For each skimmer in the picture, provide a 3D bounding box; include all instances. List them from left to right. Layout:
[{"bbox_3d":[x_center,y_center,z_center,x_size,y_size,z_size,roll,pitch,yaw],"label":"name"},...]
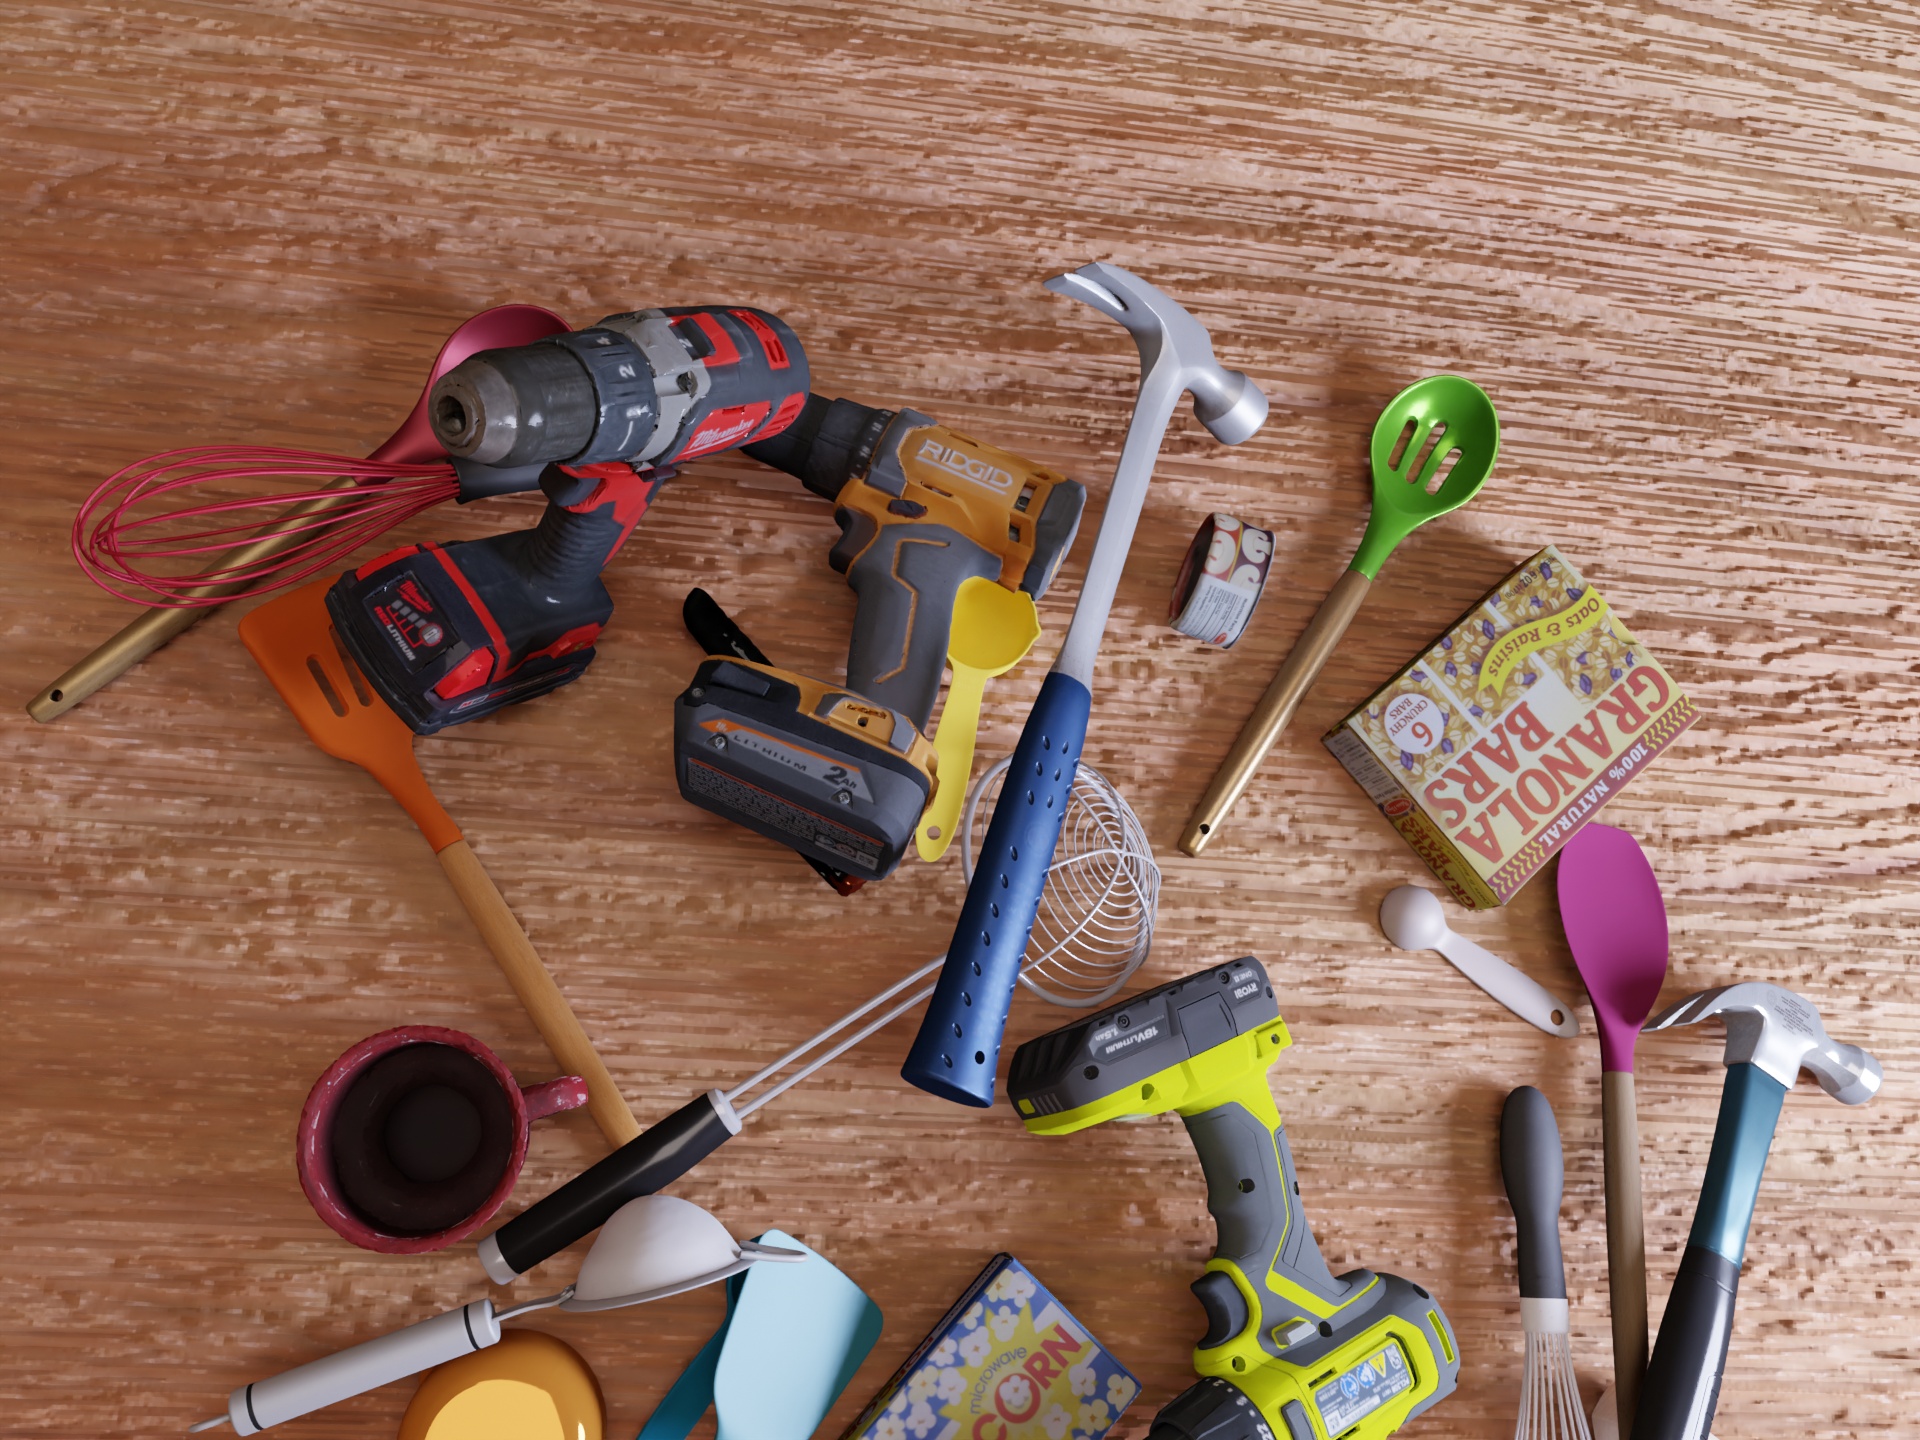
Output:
[{"bbox_3d":[-0.060,0.144,0.754,0.363,0.090,0.127,-32,97,-8],"label":"skimmer"}]

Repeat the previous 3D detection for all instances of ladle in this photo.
[{"bbox_3d":[-0.319,-0.100,0.784,0.315,0.031,0.069,-40,95,-14],"label":"ladle"}]

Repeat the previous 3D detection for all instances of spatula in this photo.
[{"bbox_3d":[-0.226,0.078,0.748,0.081,0.041,0.322,-29,84,-37],"label":"spatula"},{"bbox_3d":[-0.155,0.373,0.692,0.317,0.044,0.082,-48,114,-9],"label":"spatula"}]

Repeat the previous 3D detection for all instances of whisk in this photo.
[{"bbox_3d":[-0.262,-0.112,0.763,0.295,0.073,0.073,-17,79,-27],"label":"whisk"},{"bbox_3d":[0.286,0.321,0.767,0.070,0.070,0.285,5,71,-8],"label":"whisk"}]

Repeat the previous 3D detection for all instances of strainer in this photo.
[{"bbox_3d":[-0.195,0.250,0.671,0.258,0.087,0.050,-18,84,-10],"label":"strainer"}]

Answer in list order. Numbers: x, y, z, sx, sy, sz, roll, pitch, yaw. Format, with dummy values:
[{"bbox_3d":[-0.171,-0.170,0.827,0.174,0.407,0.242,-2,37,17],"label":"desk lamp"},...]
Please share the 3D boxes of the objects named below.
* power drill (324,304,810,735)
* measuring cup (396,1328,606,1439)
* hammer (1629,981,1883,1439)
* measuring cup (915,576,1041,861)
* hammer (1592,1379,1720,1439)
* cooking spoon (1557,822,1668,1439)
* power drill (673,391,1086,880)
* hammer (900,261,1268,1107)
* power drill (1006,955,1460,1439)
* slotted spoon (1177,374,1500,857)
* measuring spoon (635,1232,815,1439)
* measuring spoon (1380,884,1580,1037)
[{"bbox_3d":[-0.183,-0.089,0.679,0.080,0.226,0.188,54,34,5],"label":"power drill"},{"bbox_3d":[-0.223,0.345,0.677,0.095,0.052,0.174,37,72,1],"label":"measuring cup"},{"bbox_3d":[0.359,0.272,0.762,0.128,0.033,0.331,35,62,-9],"label":"hammer"},{"bbox_3d":[-0.001,-0.003,0.813,0.062,0.029,0.156,14,77,-6],"label":"measuring cup"},{"bbox_3d":[0.491,0.450,0.779,0.410,0.038,0.146,37,72,1],"label":"hammer"},{"bbox_3d":[0.333,0.205,0.806,0.068,0.017,0.319,12,67,-15],"label":"cooking spoon"},{"bbox_3d":[-0.060,-0.059,0.759,0.185,0.084,0.226,24,63,3],"label":"power drill"},{"bbox_3d":[0.048,-0.028,0.728,0.144,0.035,0.406,35,62,-35],"label":"hammer"},{"bbox_3d":[0.111,0.241,0.728,0.190,0.080,0.228,-16,79,-30],"label":"power drill"},{"bbox_3d":[0.200,-0.058,0.860,0.070,0.031,0.314,34,75,0],"label":"slotted spoon"},{"bbox_3d":[-0.115,0.290,0.730,0.042,0.021,0.128,40,81,-24],"label":"measuring spoon"},{"bbox_3d":[0.275,0.128,0.830,0.124,0.018,0.034,35,73,-1],"label":"measuring spoon"}]
